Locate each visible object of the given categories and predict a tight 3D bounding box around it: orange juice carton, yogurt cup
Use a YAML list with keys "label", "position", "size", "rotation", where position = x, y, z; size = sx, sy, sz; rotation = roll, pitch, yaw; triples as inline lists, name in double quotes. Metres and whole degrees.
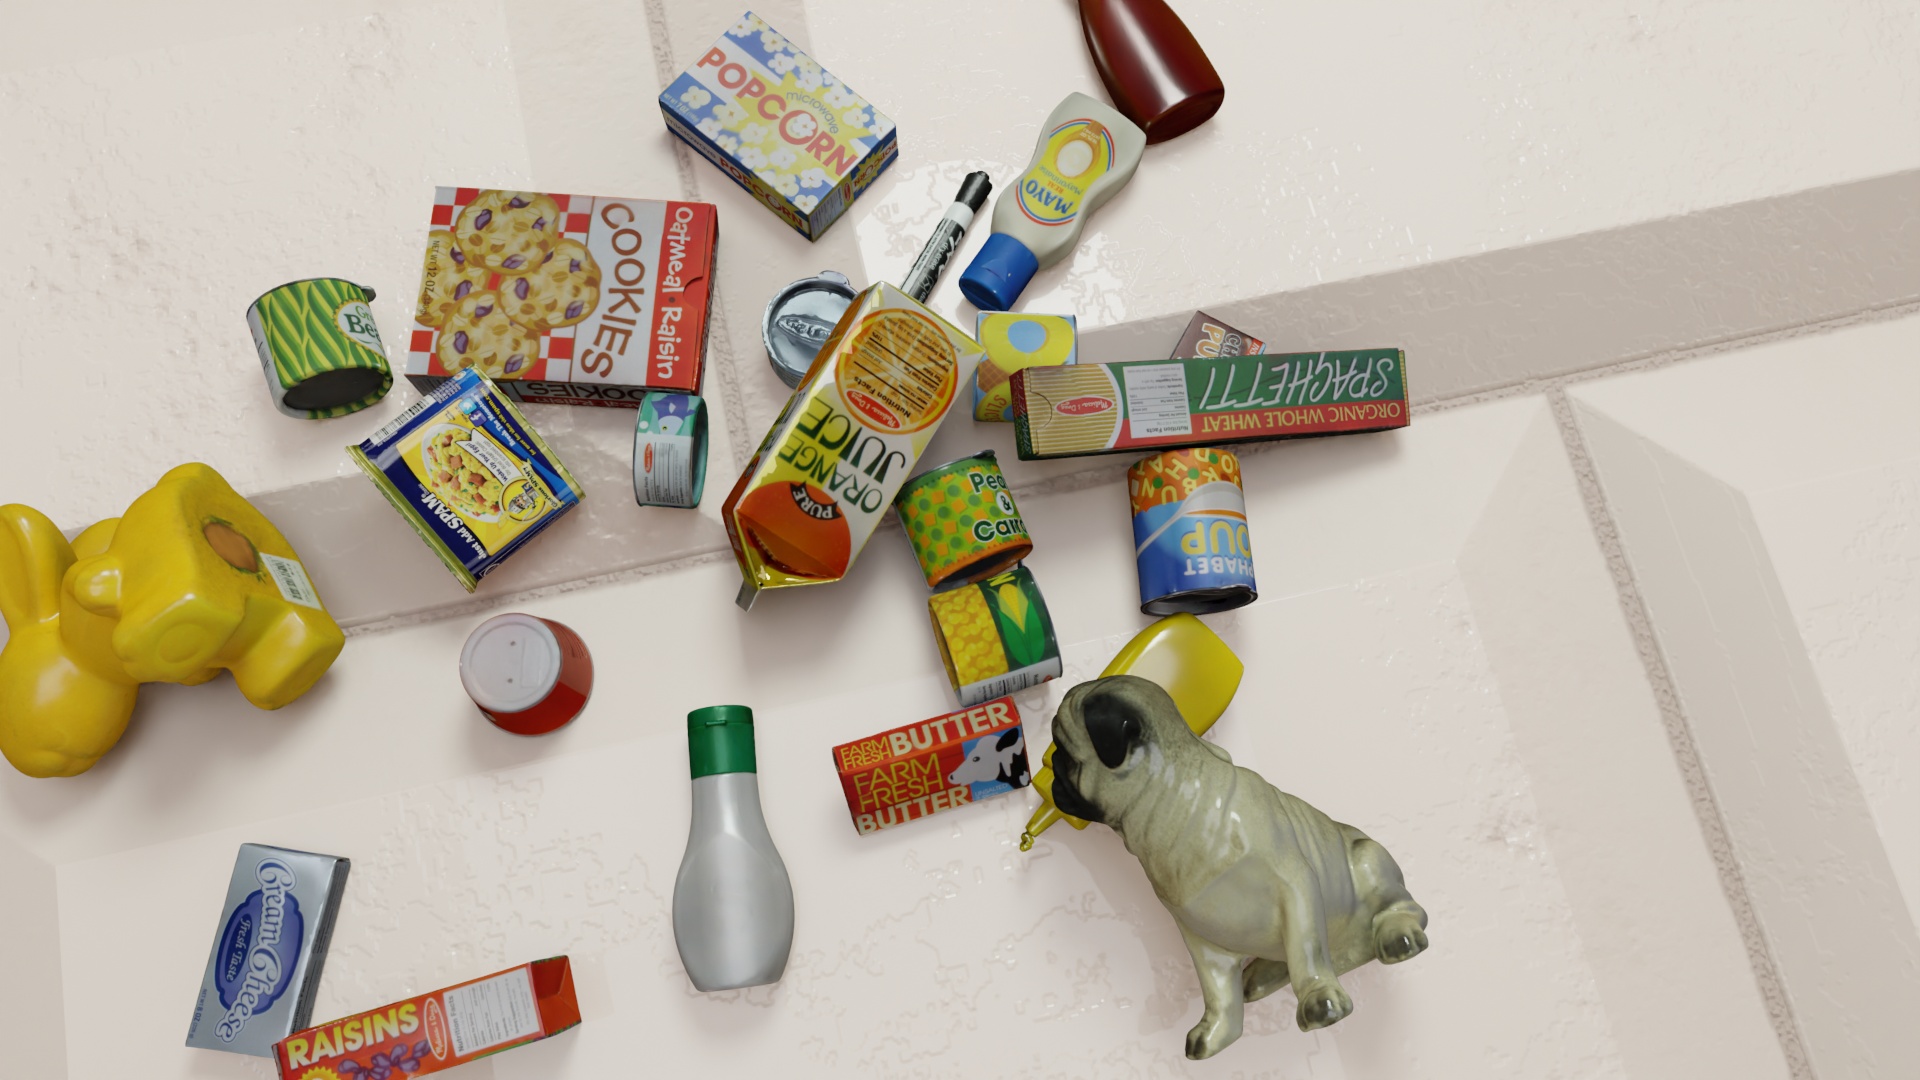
- label: "orange juice carton"
  position: [-0.072, -0.044, 0.777]
  size: [0.073, 0.072, 0.193]
  rotation: [33, 84, -14]
- label: "yogurt cup"
  position: [-0.241, 0.071, 0.764]
  size: [0.072, 0.053, 0.072]
  rotation: [1, 75, -3]

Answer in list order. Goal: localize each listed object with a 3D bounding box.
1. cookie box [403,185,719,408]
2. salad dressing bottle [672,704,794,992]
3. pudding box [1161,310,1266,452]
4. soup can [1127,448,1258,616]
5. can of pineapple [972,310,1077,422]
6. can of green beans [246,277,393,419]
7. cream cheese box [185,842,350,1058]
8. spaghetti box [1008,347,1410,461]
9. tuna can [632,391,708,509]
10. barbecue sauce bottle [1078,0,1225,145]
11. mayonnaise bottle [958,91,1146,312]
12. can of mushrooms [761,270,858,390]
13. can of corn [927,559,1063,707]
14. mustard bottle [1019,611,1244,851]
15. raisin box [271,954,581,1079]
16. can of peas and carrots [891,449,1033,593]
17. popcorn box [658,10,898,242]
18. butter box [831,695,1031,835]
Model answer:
- label: "cookie box"
  position: [-0.234, -0.144, 0.831]
  size: [0.167, 0.040, 0.123]
  rotation: [3, 74, -2]
- label: "salad dressing bottle"
  position: [-0.125, 0.164, 0.750]
  size: [0.064, 0.044, 0.148]
  rotation: [-6, 74, -3]
- label: "pudding box"
  position: [0.144, -0.091, 0.840]
  size: [0.050, 0.030, 0.084]
  rotation: [29, 75, 4]
- label: "soup can"
  position: [0.134, -0.004, 0.795]
  size: [0.071, 0.071, 0.084]
  rotation: [-3, 75, -4]
- label: "can of pineapple"
  position: [0.037, -0.100, 0.819]
  size: [0.058, 0.071, 0.071]
  rotation: [2, 75, -1]
- label: "can of green beans"
  position: [-0.369, -0.110, 0.801]
  size: [0.071, 0.071, 0.058]
  rotation: [-22, 77, -8]
- label: "cream cheese box"
  position: [-0.364, 0.216, 0.733]
  size: [0.053, 0.024, 0.104]
  rotation: [9, 74, -2]
- label: "spaghetti box"
  position: [0.149, -0.080, 0.801]
  size: [0.251, 0.028, 0.050]
  rotation: [-6, 88, -21]
- label: "tuna can"
  position: [-0.165, -0.052, 0.798]
  size: [0.033, 0.071, 0.071]
  rotation: [4, 75, -3]
- label: "barbecue sauce bottle"
  position: [0.109, -0.331, 0.899]
  size: [0.065, 0.043, 0.149]
  rotation: [-26, 77, -9]
- label: "mayonnaise bottle"
  position: [0.053, -0.206, 0.862]
  size: [0.065, 0.041, 0.148]
  rotation: [33, 75, 4]
- label: "can of mushrooms"
  position: [-0.084, -0.124, 0.837]
  size: [0.071, 0.033, 0.071]
  rotation: [1, 75, -2]
- label: "can of corn"
  position: [0.018, 0.052, 0.776]
  size: [0.058, 0.071, 0.071]
  rotation: [-17, 76, -7]
- label: "mustard bottle"
  position: [0.086, 0.111, 0.771]
  size: [0.160, 0.048, 0.065]
  rotation: [-44, 87, -12]
- label: "raisin box"
  position: [-0.263, 0.246, 0.697]
  size: [0.123, 0.086, 0.040]
  rotation: [-16, 78, -7]
- label: "can of peas and carrots"
  position: [0.003, -0.010, 0.790]
  size: [0.071, 0.070, 0.059]
  rotation: [-21, 78, -8]
- label: "popcorn box"
  position: [-0.113, -0.260, 0.870]
  size: [0.127, 0.038, 0.085]
  rotation: [39, 76, 8]
- label: "butter box"
  position: [-0.015, 0.124, 0.761]
  size: [0.103, 0.052, 0.024]
  rotation: [-15, 38, -7]
